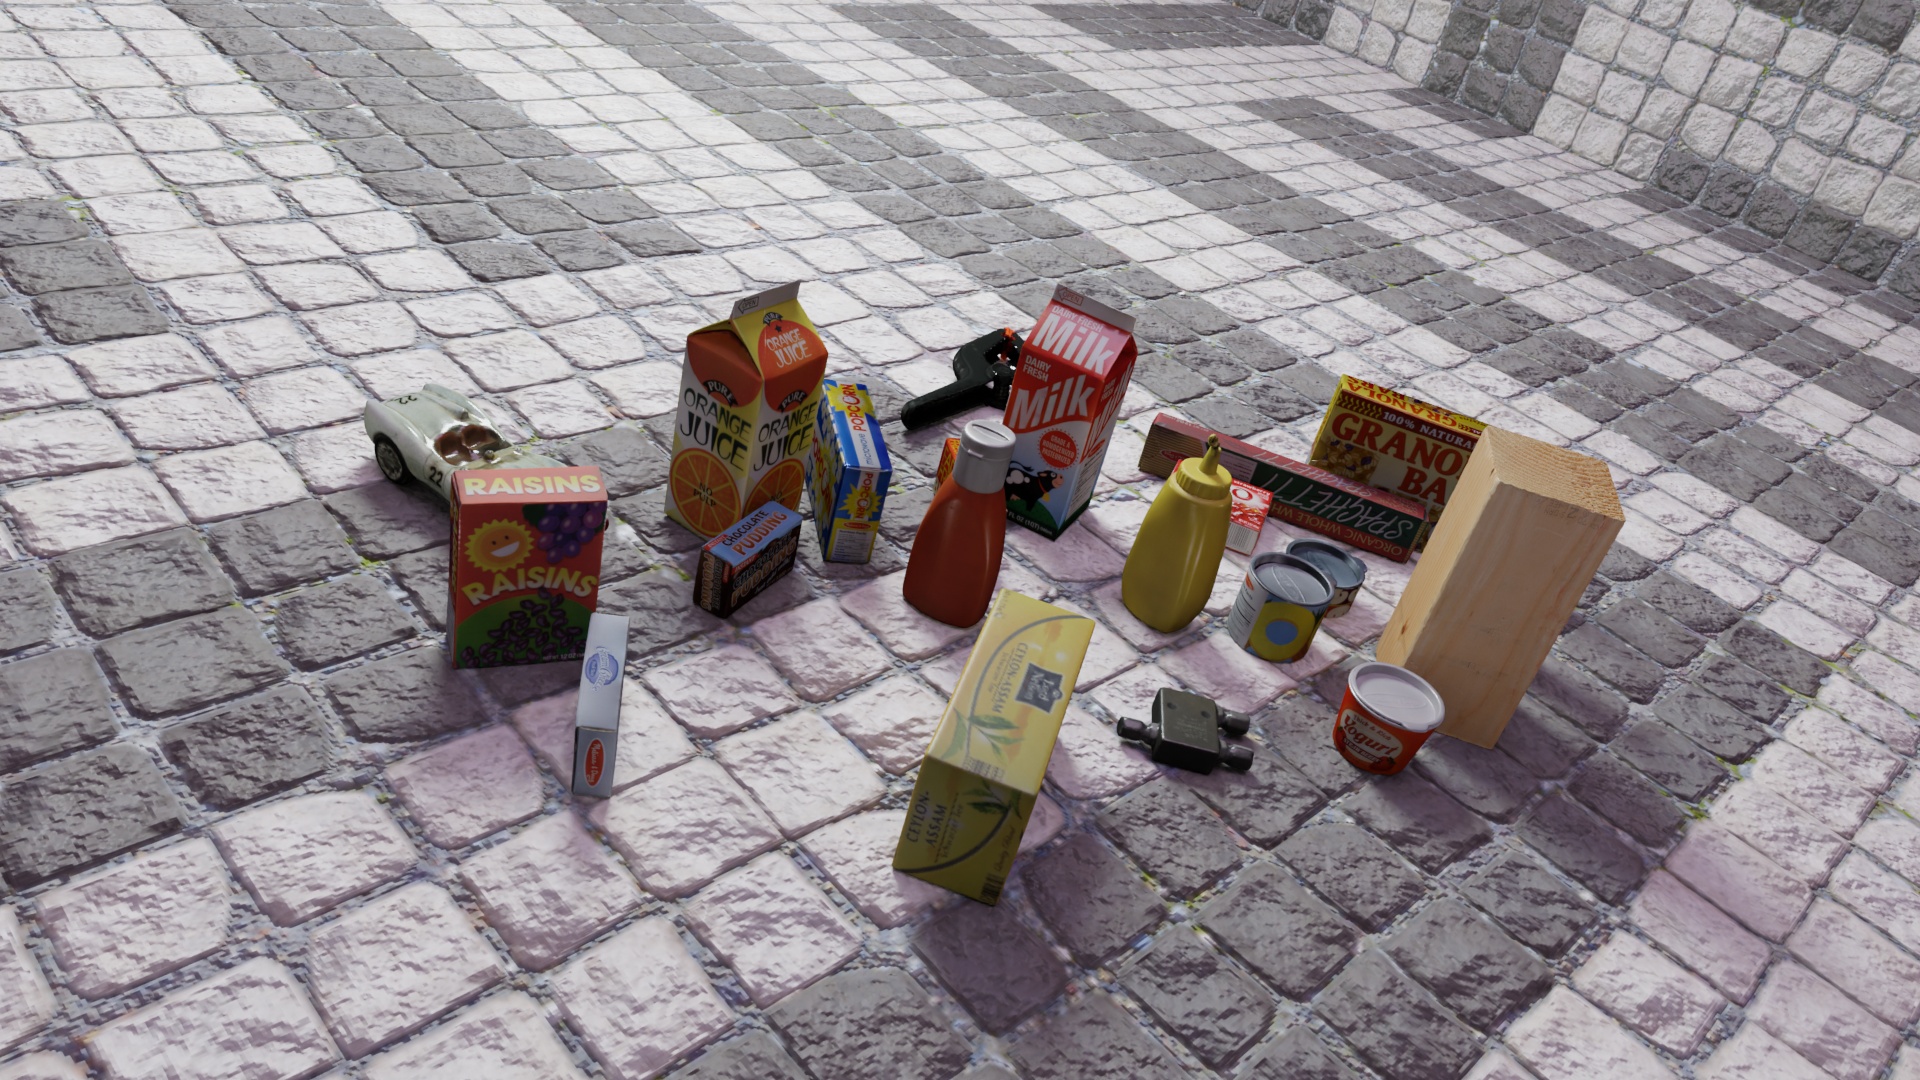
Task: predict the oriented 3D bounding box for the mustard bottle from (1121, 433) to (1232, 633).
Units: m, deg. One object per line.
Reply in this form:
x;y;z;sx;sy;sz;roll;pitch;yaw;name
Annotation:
0.166;-0.009;1.018;0.049;0.159;0.065;-18;46;-41;mustard bottle

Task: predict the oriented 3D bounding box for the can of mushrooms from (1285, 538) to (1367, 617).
0.293;0.031;1.126;0.071;0.033;0.071;11;33;-7;can of mushrooms

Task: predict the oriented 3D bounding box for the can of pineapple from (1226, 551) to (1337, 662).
0.244;0.051;1.054;0.071;0.057;0.071;11;33;-7;can of pineapple

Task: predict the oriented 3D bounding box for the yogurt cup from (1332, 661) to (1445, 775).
0.295;0.126;0.968;0.072;0.053;0.073;11;33;-7;yogurt cup

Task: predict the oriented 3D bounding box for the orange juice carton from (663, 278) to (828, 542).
-0.150;-0.092;0.982;0.073;0.191;0.072;30;36;22;orange juice carton

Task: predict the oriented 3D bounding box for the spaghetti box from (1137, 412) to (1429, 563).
0.281;-0.046;1.220;0.250;0.050;0.029;20;33;8;spaghetti box

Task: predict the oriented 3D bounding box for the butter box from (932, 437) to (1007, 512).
0.006;-0.032;1.084;0.024;0.052;0.104;2;36;-20;butter box

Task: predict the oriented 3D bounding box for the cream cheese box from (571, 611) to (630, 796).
-0.210;0.094;0.810;0.024;0.053;0.104;7;34;-13;cream cheese box

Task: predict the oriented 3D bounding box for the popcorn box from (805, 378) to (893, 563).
-0.087;-0.054;1.049;0.038;0.084;0.127;4;35;-18;popcorn box

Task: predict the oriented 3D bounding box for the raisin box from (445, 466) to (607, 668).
-0.263;0.016;0.840;0.086;0.122;0.040;-2;37;-25;raisin box

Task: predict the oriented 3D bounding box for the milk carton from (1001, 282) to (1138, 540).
0.082;-0.104;1.097;0.072;0.189;0.074;27;35;17;milk carton

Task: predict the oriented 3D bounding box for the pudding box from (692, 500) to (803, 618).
-0.147;0.012;0.961;0.030;0.049;0.084;27;35;17;pudding box

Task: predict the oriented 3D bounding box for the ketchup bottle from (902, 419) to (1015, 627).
0.003;-0.012;0.967;0.065;0.148;0.044;26;34;15;ketchup bottle

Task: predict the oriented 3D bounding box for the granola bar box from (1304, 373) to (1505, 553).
0.390;-0.060;1.217;0.166;0.123;0.039;21;33;8;granola bar box
